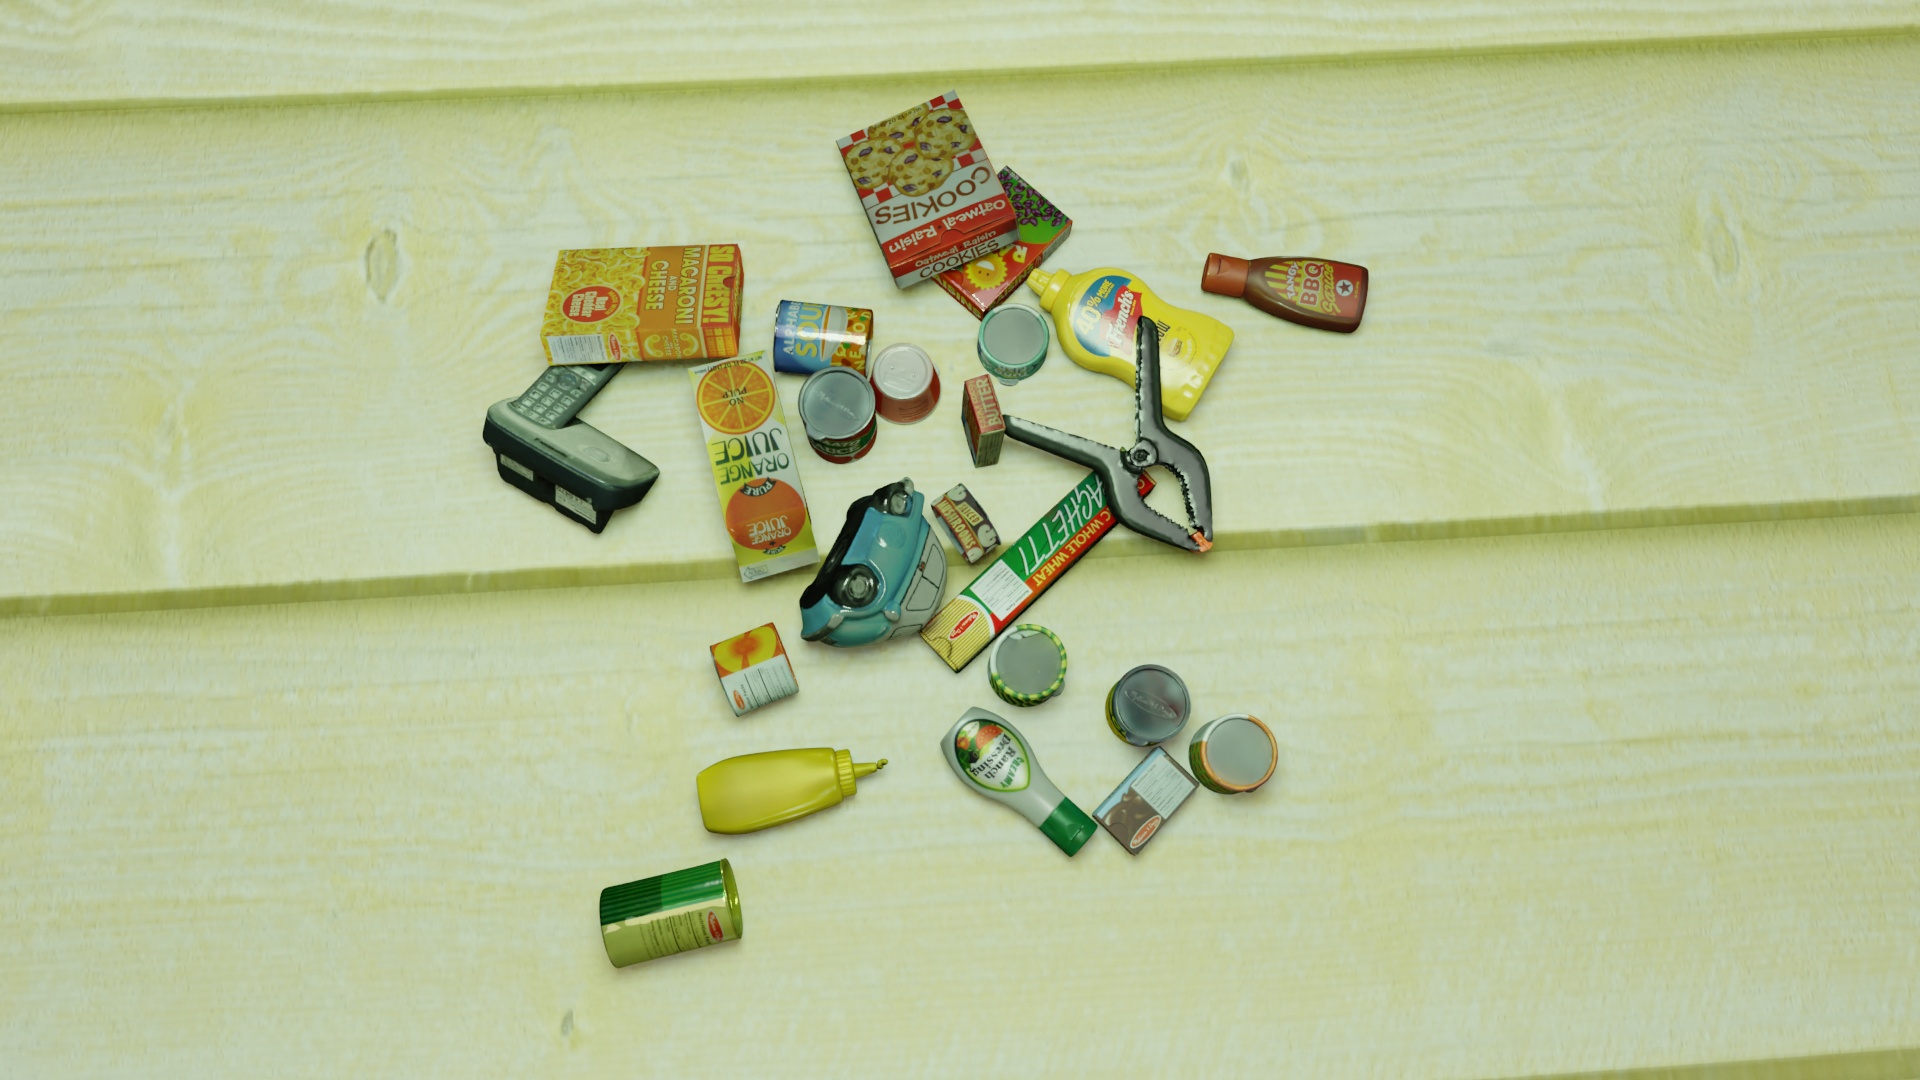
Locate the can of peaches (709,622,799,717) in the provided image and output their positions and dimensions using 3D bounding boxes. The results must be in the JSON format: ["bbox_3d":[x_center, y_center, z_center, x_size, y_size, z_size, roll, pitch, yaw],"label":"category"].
[{"bbox_3d":[-0.176,0.108,1.190,0.058,0.071,0.071,-21,78,-6],"label":"can of peaches"}]

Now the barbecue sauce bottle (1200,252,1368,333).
[{"bbox_3d":[0.301,-0.237,1.295,0.148,0.043,0.065,11,78,2],"label":"barbecue sauce bottle"}]

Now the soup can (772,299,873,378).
[{"bbox_3d":[-0.124,-0.182,1.257,0.084,0.071,0.071,6,77,0],"label":"soup can"}]

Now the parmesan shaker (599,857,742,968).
[{"bbox_3d":[-0.237,0.303,1.139,0.103,0.071,0.071,-12,77,-4],"label":"parmesan shaker"}]

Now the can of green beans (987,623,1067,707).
[{"bbox_3d":[0.057,0.108,1.198,0.071,0.057,0.071,0,77,-1],"label":"can of green beans"}]

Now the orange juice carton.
[{"bbox_3d":[-0.180,-0.063,1.226,0.072,0.073,0.193,-14,78,-5],"label":"orange juice carton"}]

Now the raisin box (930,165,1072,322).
[{"bbox_3d":[0.033,-0.277,1.300,0.086,0.040,0.123,43,80,7],"label":"raisin box"}]

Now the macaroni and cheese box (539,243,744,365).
[{"bbox_3d":[-0.283,-0.214,1.250,0.166,0.040,0.124,-3,48,-2],"label":"macaroni and cheese box"}]

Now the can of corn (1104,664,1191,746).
[{"bbox_3d":[0.159,0.145,1.192,0.071,0.058,0.071,0,77,-1],"label":"can of corn"}]

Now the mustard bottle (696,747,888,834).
[{"bbox_3d":[-0.139,0.206,1.175,0.160,0.048,0.065,-10,78,-5],"label":"mustard bottle"}]

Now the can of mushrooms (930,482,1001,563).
[{"bbox_3d":[0.004,-0.015,1.220,0.033,0.071,0.071,-33,80,-7],"label":"can of mushrooms"}]

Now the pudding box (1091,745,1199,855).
[{"bbox_3d":[0.158,0.222,1.188,0.050,0.030,0.084,43,79,7],"label":"pudding box"}]

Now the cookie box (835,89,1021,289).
[{"bbox_3d":[-0.031,-0.325,1.279,0.123,0.040,0.168,-23,62,2],"label":"cookie box"}]

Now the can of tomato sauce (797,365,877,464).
[{"bbox_3d":[-0.108,-0.108,1.233,0.071,0.083,0.071,0,77,-1],"label":"can of tomato sauce"}]

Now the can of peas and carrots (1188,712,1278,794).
[{"bbox_3d":[0.234,0.184,1.184,0.071,0.058,0.071,0,77,-1],"label":"can of peas and carrots"}]

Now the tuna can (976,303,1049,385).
[{"bbox_3d":[0.048,-0.181,1.280,0.071,0.032,0.071,0,76,-1],"label":"tuna can"}]

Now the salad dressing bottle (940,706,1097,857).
[{"bbox_3d":[0.051,0.206,1.182,0.148,0.044,0.064,41,80,8],"label":"salad dressing bottle"}]

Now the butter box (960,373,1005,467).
[{"bbox_3d":[0.019,-0.104,1.225,0.024,0.103,0.053,-15,77,-5],"label":"butter box"}]

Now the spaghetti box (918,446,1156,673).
[{"bbox_3d":[0.070,0.017,1.236,0.250,0.028,0.050,-42,81,-10],"label":"spaghetti box"}]

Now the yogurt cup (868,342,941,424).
[{"bbox_3d":[-0.051,-0.145,1.259,0.072,0.054,0.072,0,77,-1],"label":"yogurt cup"}]
